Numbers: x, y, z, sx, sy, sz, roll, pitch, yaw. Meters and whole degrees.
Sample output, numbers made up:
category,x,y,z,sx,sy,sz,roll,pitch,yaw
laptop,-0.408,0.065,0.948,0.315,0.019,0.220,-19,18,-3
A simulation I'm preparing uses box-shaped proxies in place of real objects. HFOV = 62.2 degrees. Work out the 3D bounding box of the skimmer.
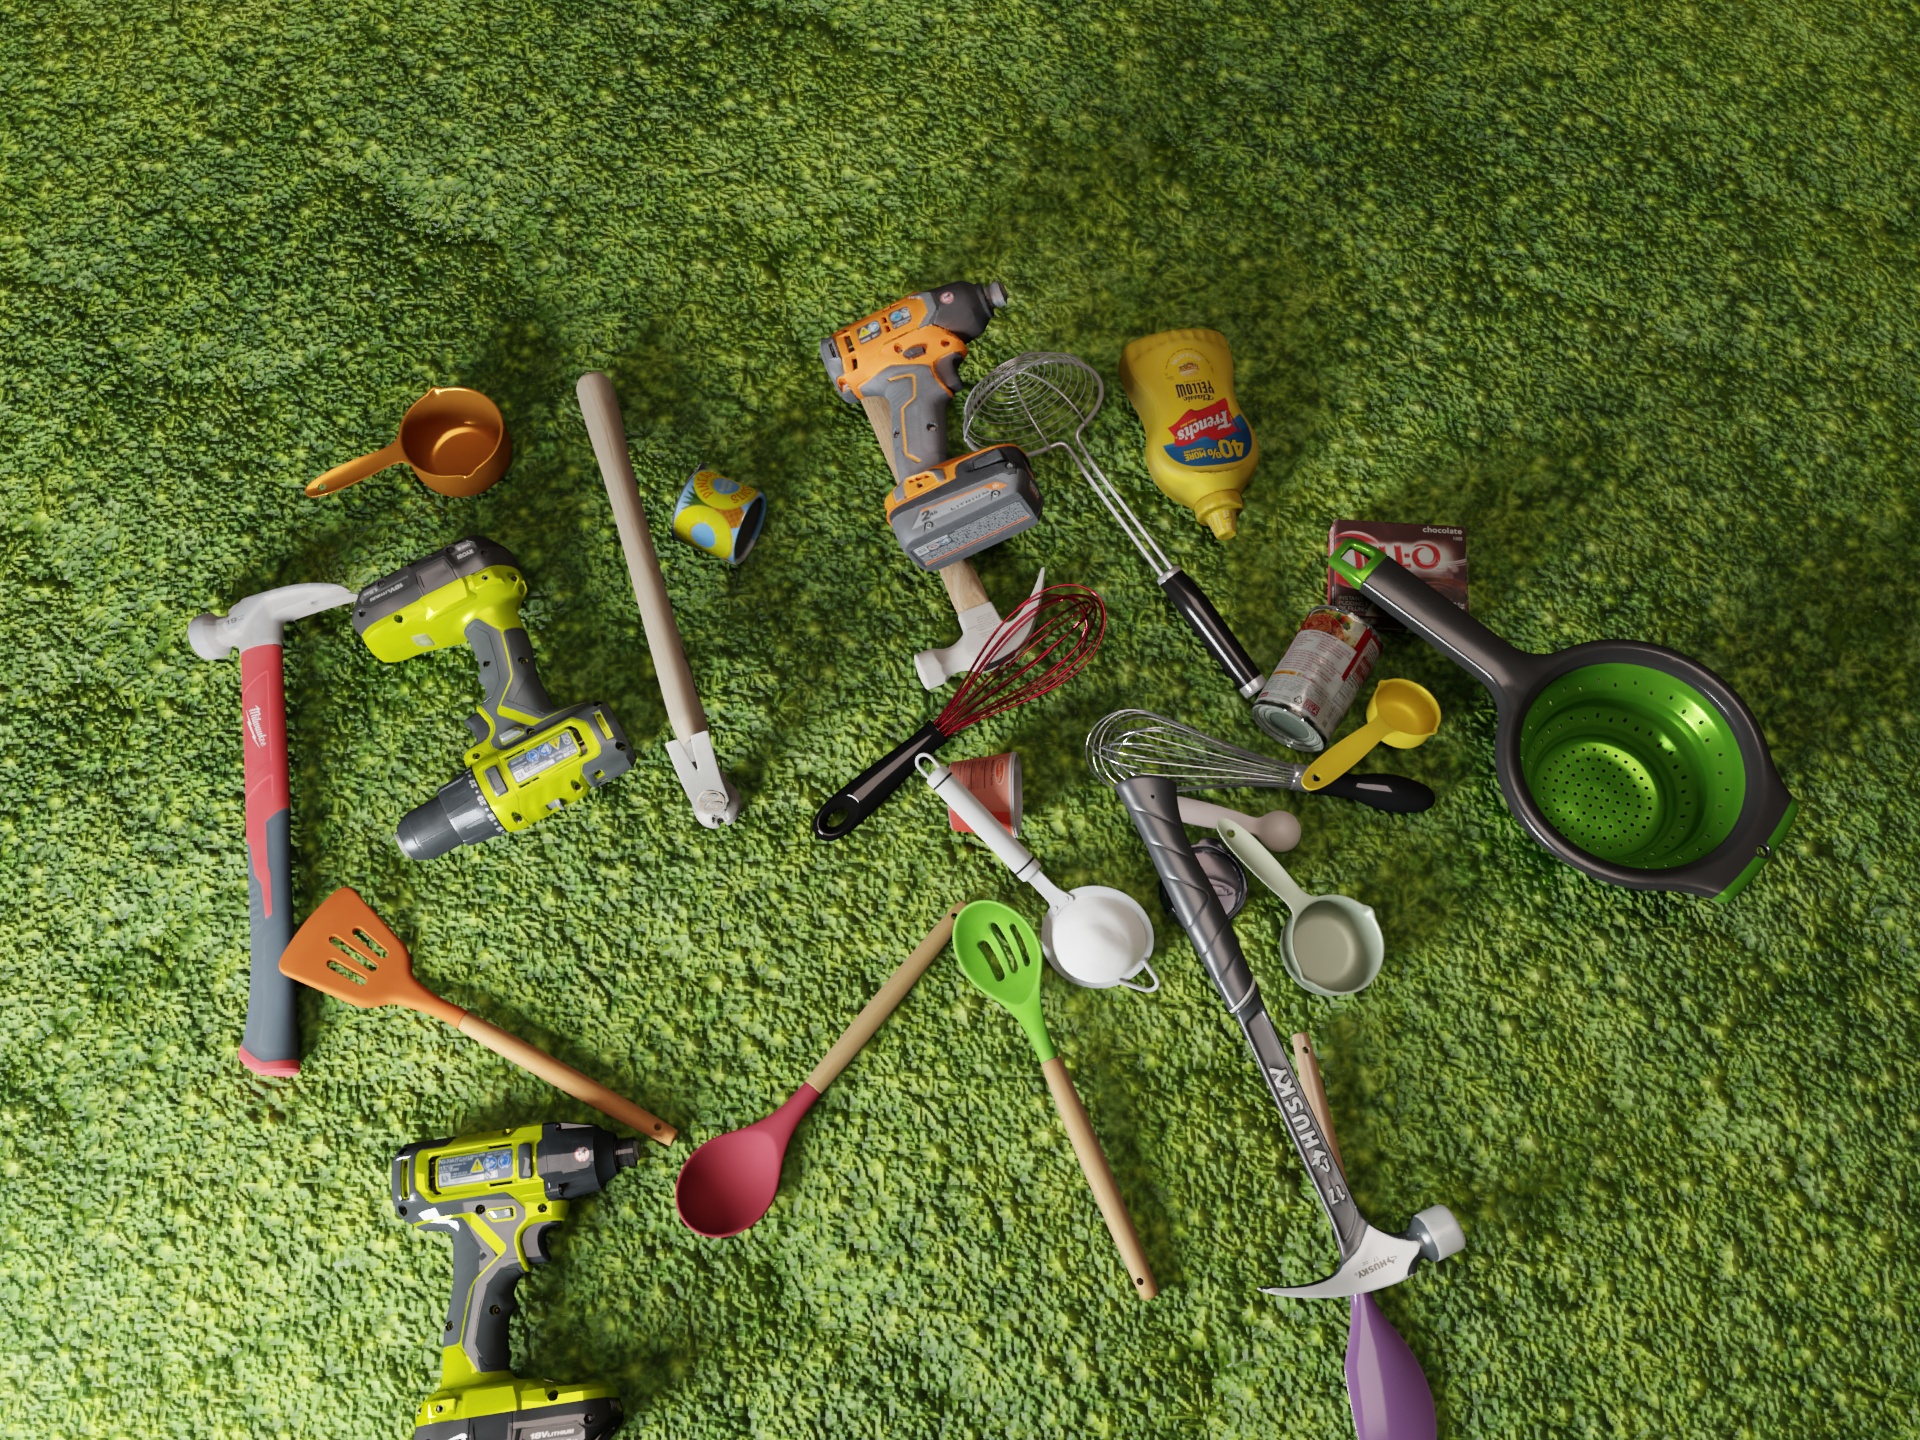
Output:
category,x,y,z,sx,sy,sz,roll,pitch,yaw
skimmer,0.138,-0.166,1.357,0.127,0.090,0.363,-36,84,-6

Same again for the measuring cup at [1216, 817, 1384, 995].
category,x,y,z,sx,sy,sz,roll,pitch,yaw
measuring cup,0.252,0.141,1.227,0.083,0.038,0.167,-41,84,-19

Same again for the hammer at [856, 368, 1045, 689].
category,x,y,z,sx,sy,sz,roll,pitch,yaw
hammer,-0.028,-0.191,1.363,0.130,0.031,0.331,-20,71,-8

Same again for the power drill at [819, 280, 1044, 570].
category,x,y,z,sx,sy,sz,roll,pitch,yaw
power drill,-0.011,-0.255,1.311,0.164,0.084,0.227,-24,68,11

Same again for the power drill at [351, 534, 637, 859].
category,x,y,z,sx,sy,sz,roll,pitch,yaw
power drill,-0.391,-0.014,1.270,0.190,0.080,0.229,-28,75,-10

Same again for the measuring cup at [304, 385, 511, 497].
category,x,y,z,sx,sy,sz,roll,pitch,yaw
measuring cup,-0.468,-0.218,1.357,0.173,0.052,0.095,-25,72,-7

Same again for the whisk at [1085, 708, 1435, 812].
category,x,y,z,sx,sy,sz,roll,pitch,yaw
whisk,0.240,0.039,1.269,0.284,0.070,0.070,9,70,-2

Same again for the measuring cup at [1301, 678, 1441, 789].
category,x,y,z,sx,sy,sz,roll,pitch,yaw
measuring cup,0.322,0.020,1.271,0.156,0.029,0.062,-32,68,-27

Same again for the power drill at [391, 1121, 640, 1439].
category,x,y,z,sx,sy,sz,roll,pitch,yaw
power drill,-0.306,0.399,1.118,0.171,0.080,0.223,-8,67,-3

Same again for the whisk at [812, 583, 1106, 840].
category,x,y,z,sx,sy,sz,roll,pitch,yaw
whisk,-0.002,-0.004,1.266,0.296,0.073,0.073,-40,75,-1

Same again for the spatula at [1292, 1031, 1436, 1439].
category,x,y,z,sx,sy,sz,roll,pitch,yaw
spatula,0.287,0.385,1.160,0.059,0.018,0.316,-8,71,-7

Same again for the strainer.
category,x,y,z,sx,sy,sz,roll,pitch,yaw
strainer,0.056,0.121,1.210,0.258,0.050,0.087,46,109,1

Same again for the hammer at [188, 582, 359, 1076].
category,x,y,z,sx,sy,sz,roll,pitch,yaw
hammer,-0.526,0.080,1.239,0.143,0.038,0.387,-14,72,11

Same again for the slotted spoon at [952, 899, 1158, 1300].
category,x,y,z,sx,sy,sz,roll,pitch,yaw
slotted spoon,0.076,0.279,1.190,0.070,0.031,0.314,-31,73,24

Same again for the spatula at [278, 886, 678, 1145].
category,x,y,z,sx,sy,sz,roll,pitch,yaw
spatula,-0.354,0.234,1.195,0.322,0.041,0.081,27,57,7

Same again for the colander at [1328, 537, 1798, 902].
category,x,y,z,sx,sy,sz,roll,pitch,yaw
colander,0.453,-0.004,1.268,0.397,0.094,0.204,40,74,16

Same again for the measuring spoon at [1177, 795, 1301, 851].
category,x,y,z,sx,sy,sz,roll,pitch,yaw
measuring spoon,0.212,0.077,1.273,0.124,0.018,0.034,12,70,5

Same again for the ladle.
category,x,y,z,sx,sy,sz,roll,pitch,yaw
ladle,-0.095,0.256,1.199,0.069,0.031,0.315,38,72,10

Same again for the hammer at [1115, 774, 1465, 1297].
category,x,y,z,sx,sy,sz,roll,pitch,yaw
hammer,0.213,0.225,1.179,0.149,0.036,0.409,-22,75,-9

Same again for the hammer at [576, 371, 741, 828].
category,x,y,z,sx,sy,sz,roll,pitch,yaw
hammer,-0.255,-0.120,1.287,0.038,0.146,0.411,-17,66,-6
